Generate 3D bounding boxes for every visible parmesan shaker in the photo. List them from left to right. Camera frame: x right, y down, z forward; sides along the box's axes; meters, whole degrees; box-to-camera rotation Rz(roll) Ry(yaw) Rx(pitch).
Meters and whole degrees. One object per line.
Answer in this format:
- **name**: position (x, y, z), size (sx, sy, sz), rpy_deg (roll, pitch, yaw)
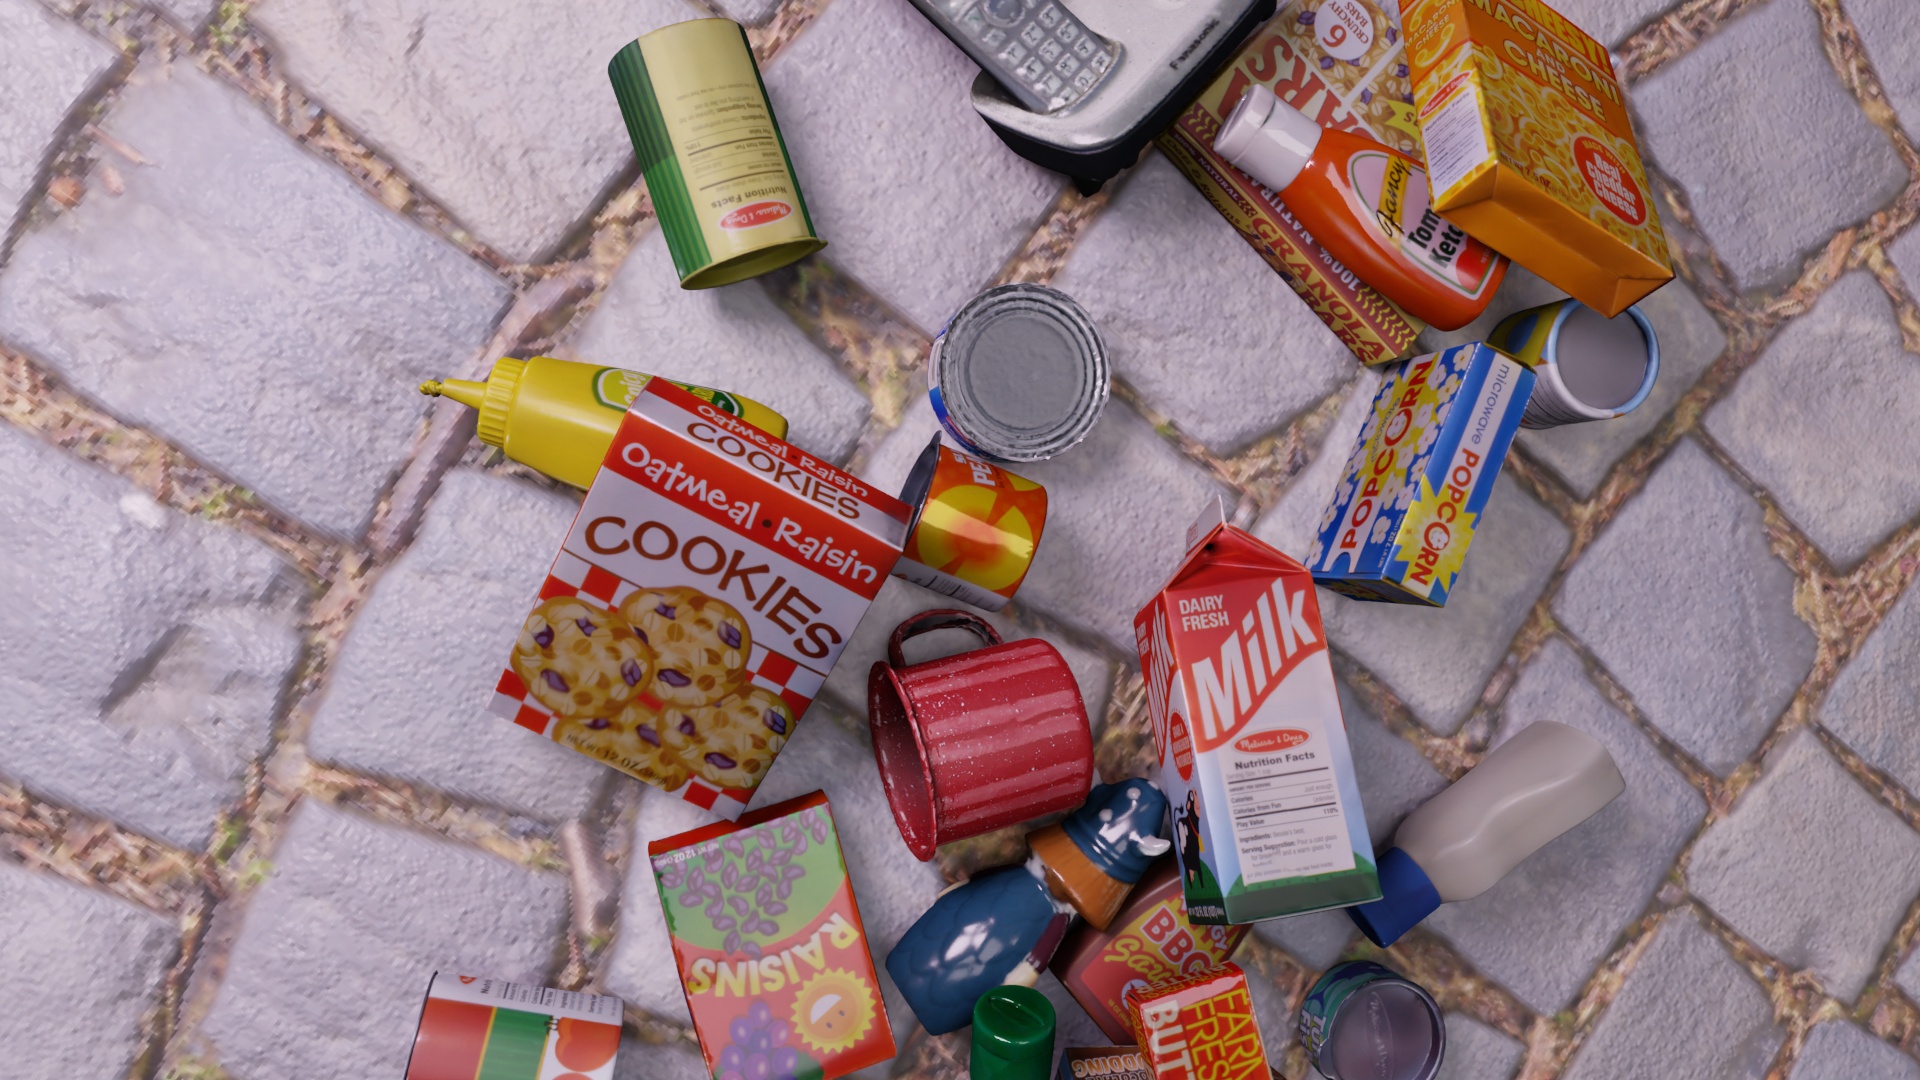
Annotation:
- **parmesan shaker**: position (-0.109, -0.173, 0.628), size (0.071, 0.071, 0.103), rpy_deg (-19, 93, -12)

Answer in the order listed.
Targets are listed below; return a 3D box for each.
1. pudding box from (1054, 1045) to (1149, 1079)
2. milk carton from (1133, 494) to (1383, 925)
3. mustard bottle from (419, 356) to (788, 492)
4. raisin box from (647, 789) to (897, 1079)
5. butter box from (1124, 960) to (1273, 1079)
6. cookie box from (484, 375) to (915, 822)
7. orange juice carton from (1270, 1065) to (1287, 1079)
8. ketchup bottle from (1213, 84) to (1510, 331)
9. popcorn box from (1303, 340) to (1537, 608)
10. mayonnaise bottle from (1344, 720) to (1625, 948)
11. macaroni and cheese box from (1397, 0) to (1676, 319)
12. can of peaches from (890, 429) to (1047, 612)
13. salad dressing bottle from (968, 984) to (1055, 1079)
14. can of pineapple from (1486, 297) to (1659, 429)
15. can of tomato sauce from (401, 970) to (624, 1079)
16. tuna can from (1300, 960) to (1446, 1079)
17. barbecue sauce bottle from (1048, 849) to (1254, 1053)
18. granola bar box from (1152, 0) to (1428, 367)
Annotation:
- **pudding box**: position (0.067, 0.277, 0.659), size (0.050, 0.030, 0.083), rpy_deg (3, 124, -13)
- **milk carton**: position (0.131, 0.078, 0.652), size (0.073, 0.072, 0.191), rpy_deg (-7, 76, -7)
- **mustard bottle**: position (-0.158, -0.050, 0.615), size (0.160, 0.065, 0.048), rpy_deg (14, 118, -10)
- **raisin box**: position (-0.087, 0.188, 0.641), size (0.086, 0.040, 0.123), rpy_deg (-16, 91, -13)
- **butter box**: position (0.112, 0.245, 0.618), size (0.053, 0.024, 0.103), rpy_deg (-15, 90, -9)
- **cookie box**: position (-0.113, 0.029, 0.596), size (0.123, 0.040, 0.166), rpy_deg (27, 116, -11)
- **orange juice carton**: position (0.145, 0.323, 0.674), size (0.073, 0.072, 0.192), rpy_deg (-23, 94, -12)
- **ketchup bottle**: position (0.192, -0.162, 0.665), size (0.149, 0.043, 0.065), rpy_deg (30, 73, -9)
- **popcorn box**: position (0.226, -0.031, 0.690), size (0.038, 0.085, 0.127), rpy_deg (26, 84, -12)
- **mayonnaise bottle**: position (0.262, 0.150, 0.710), size (0.148, 0.065, 0.041), rpy_deg (-34, 101, -7)
- **macaroni and cheese box**: position (0.276, -0.203, 0.677), size (0.124, 0.040, 0.167), rpy_deg (22, 53, -24)
- **can of peaches**: position (0.002, -0.008, 0.649), size (0.058, 0.071, 0.071), rpy_deg (22, 85, -12)
- **salad dressing bottle**: position (0.019, 0.271, 0.632), size (0.044, 0.064, 0.147), rpy_deg (-27, 128, -50)
- **can of pineapple**: position (0.319, -0.095, 0.726), size (0.071, 0.058, 0.071), rpy_deg (0, 89, -13)
- **can of tomato sauce**: position (-0.195, 0.229, 0.602), size (0.083, 0.071, 0.071), rpy_deg (13, 87, -13)
- **tuna can**: position (0.207, 0.252, 0.709), size (0.071, 0.033, 0.071), rpy_deg (0, 89, -13)
- **barbecue sauce bottle**: position (0.116, 0.180, 0.684), size (0.149, 0.043, 0.065), rpy_deg (-41, 101, -10)
- **granola bar box**: position (0.200, -0.191, 0.710), size (0.165, 0.039, 0.124), rpy_deg (44, 81, -8)
